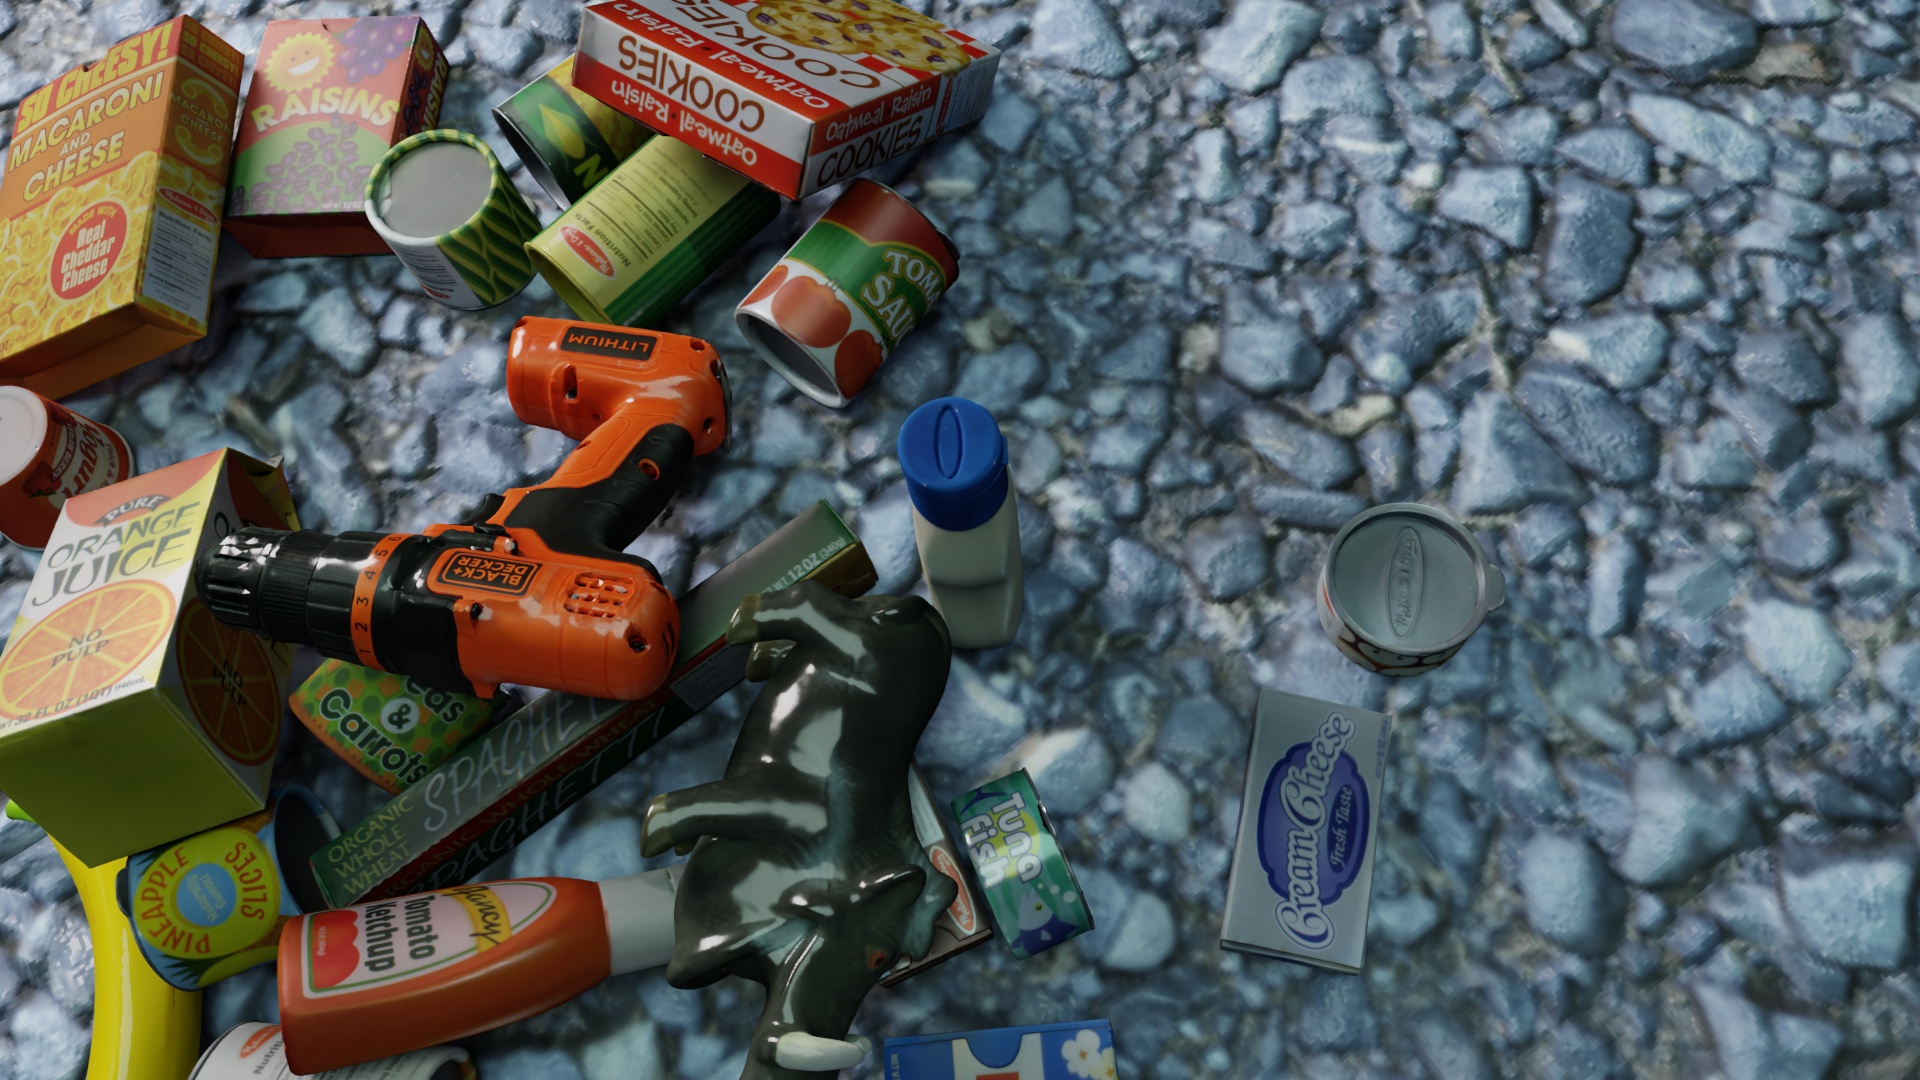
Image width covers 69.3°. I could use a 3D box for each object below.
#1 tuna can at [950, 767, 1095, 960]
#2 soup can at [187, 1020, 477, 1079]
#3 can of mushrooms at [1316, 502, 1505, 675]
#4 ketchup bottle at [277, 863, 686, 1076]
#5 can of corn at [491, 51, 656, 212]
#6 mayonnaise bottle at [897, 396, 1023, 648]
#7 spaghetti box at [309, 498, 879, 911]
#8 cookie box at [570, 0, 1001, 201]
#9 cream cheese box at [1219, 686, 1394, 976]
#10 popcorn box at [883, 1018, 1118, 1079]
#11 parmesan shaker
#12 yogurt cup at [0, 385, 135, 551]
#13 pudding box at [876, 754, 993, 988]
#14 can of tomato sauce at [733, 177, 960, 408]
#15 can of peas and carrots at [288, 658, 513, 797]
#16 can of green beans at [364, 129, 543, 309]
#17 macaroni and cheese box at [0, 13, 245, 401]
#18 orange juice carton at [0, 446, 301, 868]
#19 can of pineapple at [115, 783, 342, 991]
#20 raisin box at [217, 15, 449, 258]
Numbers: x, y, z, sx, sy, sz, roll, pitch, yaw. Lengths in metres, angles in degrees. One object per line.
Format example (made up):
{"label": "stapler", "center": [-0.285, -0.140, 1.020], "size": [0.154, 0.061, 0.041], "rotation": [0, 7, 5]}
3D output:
{"label": "tuna can", "center": [0.023, 0.122, 0.526], "size": [0.033, 0.071, 0.071], "rotation": [-23, 68, -3]}
{"label": "soup can", "center": [-0.232, 0.219, 0.513], "size": [0.084, 0.071, 0.071], "rotation": [5, 69, 6]}
{"label": "can of mushrooms", "center": [0.184, 0.021, 0.574], "size": [0.071, 0.033, 0.071], "rotation": [-2, 67, 4]}
{"label": "ketchup bottle", "center": [-0.172, 0.154, 0.522], "size": [0.149, 0.043, 0.065], "rotation": [-7, 24, -21]}
{"label": "can of corn", "center": [-0.182, -0.196, 0.678], "size": [0.058, 0.071, 0.071], "rotation": [-40, 70, -11]}
{"label": "mayonnaise bottle", "center": [0.002, -0.007, 0.539], "size": [0.041, 0.147, 0.065], "rotation": [-3, 68, 4]}
{"label": "spaghetti box", "center": [-0.145, 0.071, 0.573], "size": [0.250, 0.050, 0.029], "rotation": [-36, 68, -9]}
{"label": "cookie box", "center": [-0.075, -0.218, 0.645], "size": [0.123, 0.040, 0.168], "rotation": [29, 38, 15]}
{"label": "cream cheese box", "center": [0.136, 0.113, 0.545], "size": [0.053, 0.024, 0.104], "rotation": [10, 69, 9]}
{"label": "popcorn box", "center": [0.019, 0.241, 0.495], "size": [0.085, 0.038, 0.127], "rotation": [-6, 68, 4]}
{"label": "parmesan shaker", "center": [-0.141, -0.144, 0.653], "size": [0.071, 0.071, 0.103], "rotation": [40, 76, 18]}
{"label": "yogurt cup", "center": [-0.428, -0.035, 0.639], "size": [0.072, 0.053, 0.072], "rotation": [-2, 67, 5]}
{"label": "pudding box", "center": [-0.026, 0.128, 0.550], "size": [0.050, 0.030, 0.084], "rotation": [-24, 68, -6]}
{"label": "can of tomato sauce", "center": [-0.050, -0.111, 0.630], "size": [0.071, 0.071, 0.083], "rotation": [35, 76, 17]}
{"label": "can of peas and carrots", "center": [-0.229, 0.065, 0.572], "size": [0.071, 0.070, 0.059], "rotation": [37, 76, 17]}
{"label": "can of green beans", "center": [-0.243, -0.154, 0.669], "size": [0.071, 0.057, 0.071], "rotation": [-2, 68, 4]}
{"label": "macaroni and cheese box", "center": [-0.415, -0.161, 0.675], "size": [0.123, 0.040, 0.167], "rotation": [-15, 66, 21]}
{"label": "orange juice carton", "center": [-0.326, 0.029, 0.573], "size": [0.072, 0.072, 0.193], "rotation": [-19, 41, -2]}
{"label": "can of pineapple", "center": [-0.283, 0.136, 0.548], "size": [0.058, 0.070, 0.071], "rotation": [-20, 68, -3]}
{"label": "raisin box", "center": [-0.318, -0.207, 0.707], "size": [0.086, 0.040, 0.124], "rotation": [-1, 67, 6]}
